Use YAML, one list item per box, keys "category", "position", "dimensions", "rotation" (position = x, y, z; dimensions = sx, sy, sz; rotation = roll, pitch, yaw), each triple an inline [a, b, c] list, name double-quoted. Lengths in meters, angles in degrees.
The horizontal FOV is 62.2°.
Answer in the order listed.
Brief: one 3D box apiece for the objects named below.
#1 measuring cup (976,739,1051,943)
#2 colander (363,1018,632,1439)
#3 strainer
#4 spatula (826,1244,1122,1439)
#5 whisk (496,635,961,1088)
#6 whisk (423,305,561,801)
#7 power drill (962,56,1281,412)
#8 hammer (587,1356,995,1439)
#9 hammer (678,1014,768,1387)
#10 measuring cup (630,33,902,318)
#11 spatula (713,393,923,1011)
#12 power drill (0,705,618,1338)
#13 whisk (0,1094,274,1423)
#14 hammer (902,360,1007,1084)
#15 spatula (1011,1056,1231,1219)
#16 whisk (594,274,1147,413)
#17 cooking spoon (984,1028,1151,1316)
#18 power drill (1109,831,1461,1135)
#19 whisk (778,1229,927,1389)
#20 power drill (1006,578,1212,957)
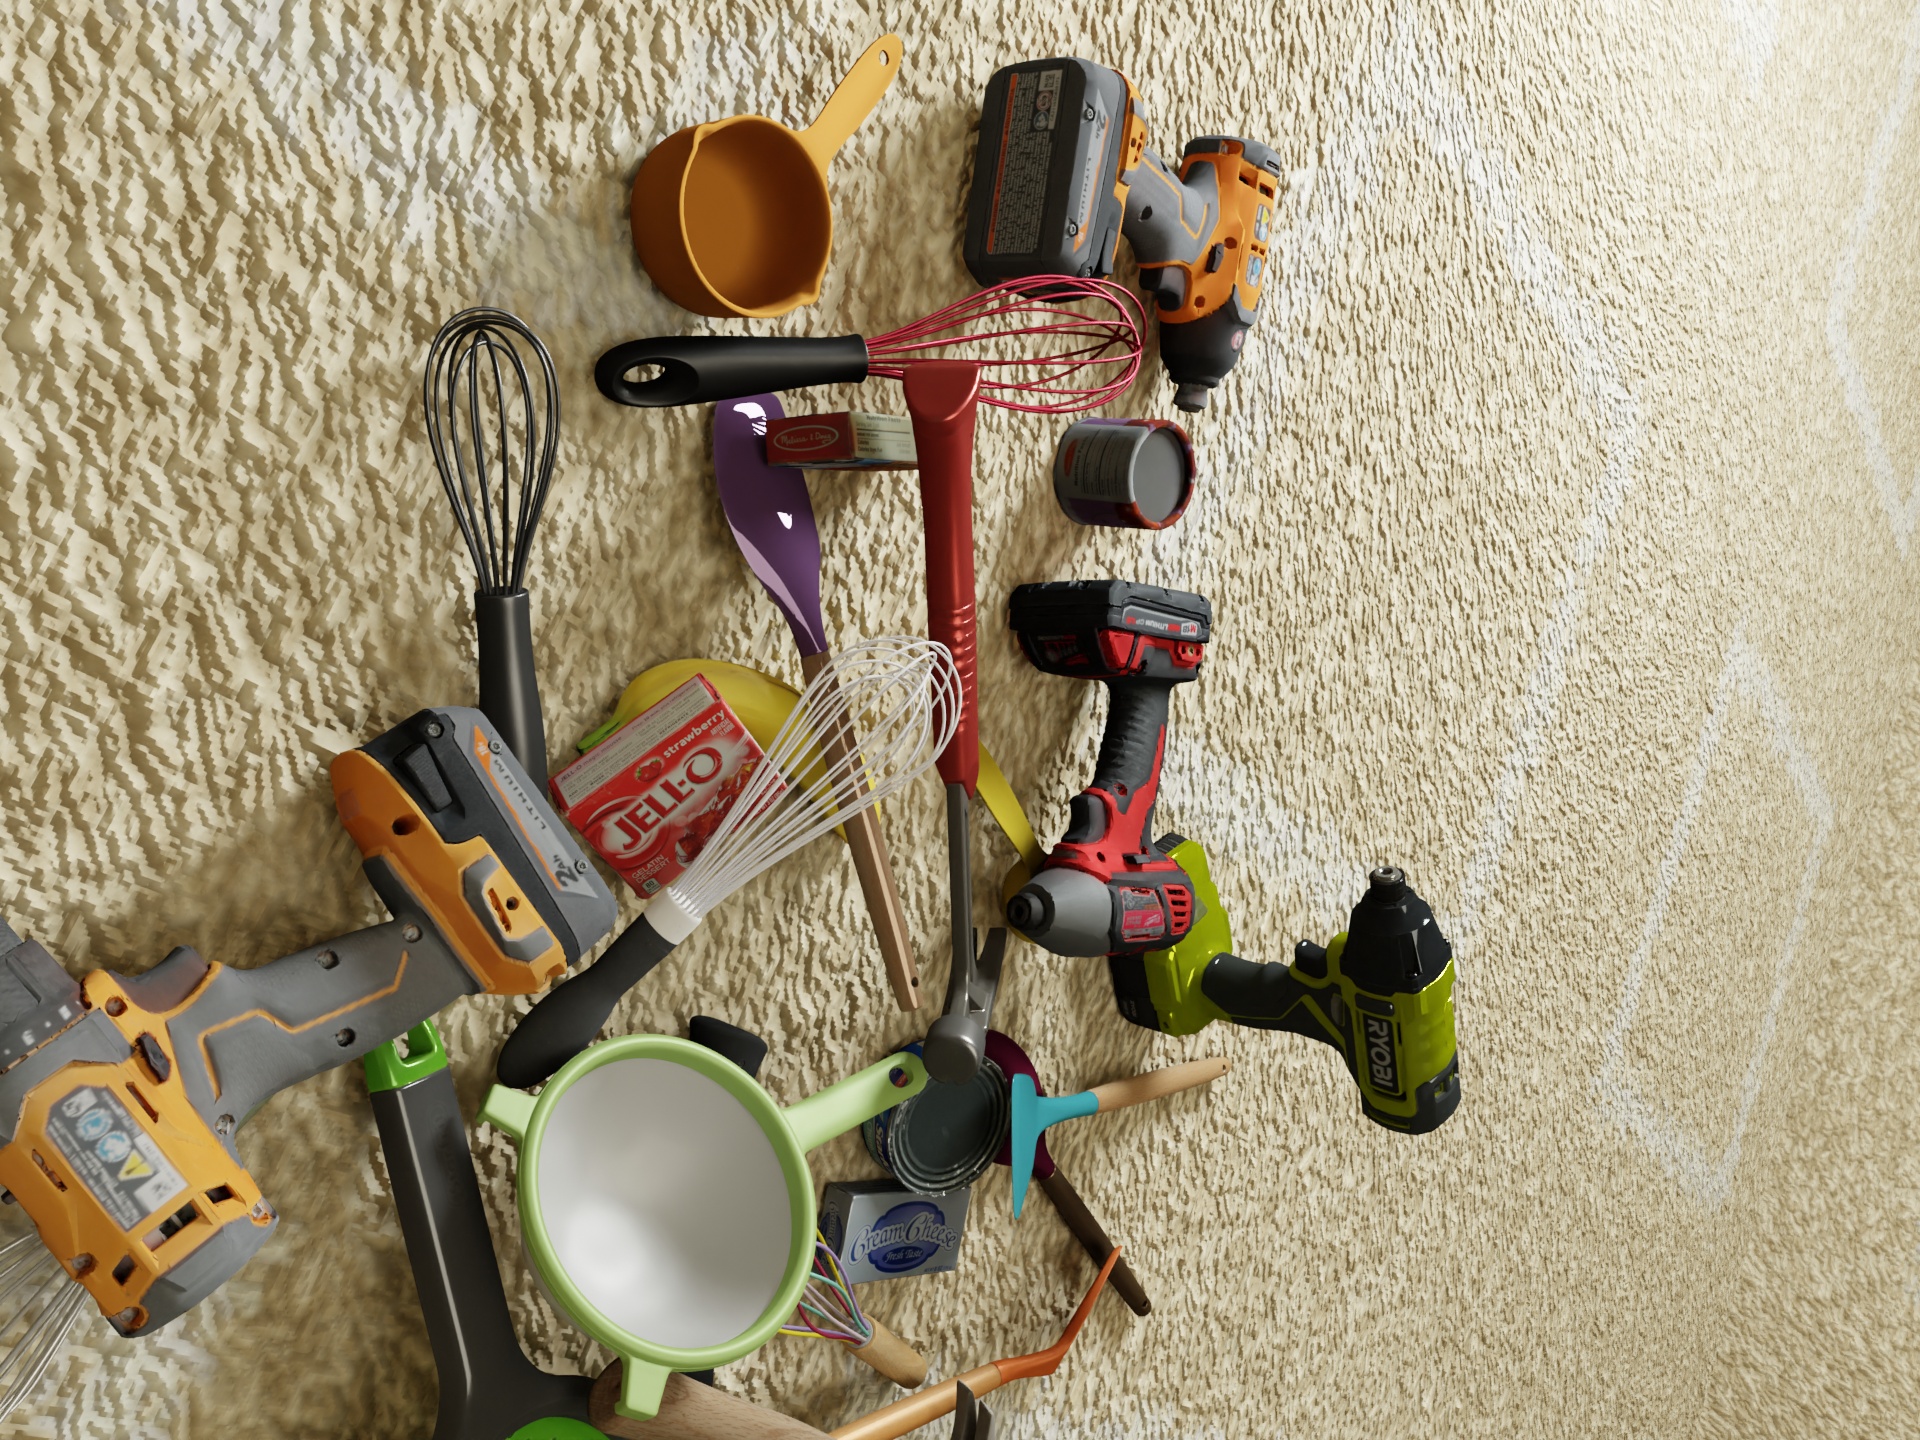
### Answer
- category: "measuring cup"
  position: [0.027, 0.070, 0.956]
  dimensions: [0.062, 0.029, 0.156]
  rotation: [-47, 117, -37]
- category: "colander"
  position: [-0.228, 0.318, 0.693]
  dimensions: [0.204, 0.094, 0.397]
  rotation: [-15, 91, -66]
- category: "strainer"
  position: [-0.113, 0.217, 0.763]
  dimensions: [0.256, 0.069, 0.151]
  rotation: [-13, 68, -53]
- category: "spatula"
  position: [-0.003, 0.393, 0.953]
  dimensions: [0.322, 0.041, 0.081]
  rotation: [-1, 124, -47]
- category: "whisk"
  position: [-0.108, 0.066, 0.723]
  dimensions: [0.284, 0.070, 0.070]
  rotation: [-44, 132, 1]
- category: "whisk"
  position: [-0.194, -0.054, 0.681]
  dimensions: [0.055, 0.055, 0.239]
  rotation: [-16, 113, -44]
- category: "power drill"
  position: [0.103, -0.274, 0.921]
  dimensions: [0.226, 0.084, 0.164]
  rotation: [1, 99, -50]
- category: "hammer"
  position: [-0.076, 0.377, 0.814]
  dimensions: [0.130, 0.031, 0.331]
  rotation: [-52, 138, -11]
- category: "hammer"
  position: [-0.142, 0.315, 0.816]
  dimensions: [0.146, 0.035, 0.335]
  rotation: [1, 97, -47]
- category: "measuring cup"
  position: [-0.087, -0.261, 0.743]
  dimensions: [0.095, 0.052, 0.174]
  rotation: [52, 60, -39]
- category: "spatula"
  position: [-0.067, -0.007, 0.784]
  dimensions: [0.060, 0.018, 0.316]
  rotation: [-20, 96, -49]
- category: "power drill"
  position: [-0.266, 0.081, 0.592]
  dimensions: [0.226, 0.084, 0.185]
  rotation: [-41, 103, -34]
- category: "whisk"
  position: [-0.313, 0.178, 0.604]
  dimensions: [0.246, 0.058, 0.059]
  rotation: [-49, 161, -32]
- category: "hammer"
  position: [-0.001, -0.003, 0.815]
  dimensions: [0.149, 0.037, 0.358]
  rotation: [-73, 162, -67]
- category: "spatula"
  position: [0.108, 0.250, 1.042]
  dimensions: [0.317, 0.044, 0.082]
  rotation: [3, 85, -53]
- category: "whisk"
  position: [-0.032, -0.177, 0.774]
  dimensions: [0.295, 0.073, 0.073]
  rotation: [-10, 106, -26]
- category: "cooking spoon"
  position: [0.065, 0.309, 1.044]
  dimensions: [0.069, 0.017, 0.318]
  rotation: [-53, 130, -28]
- category: "power drill"
  position: [0.202, 0.151, 1.005]
  dimensions: [0.080, 0.223, 0.171]
  rotation: [-32, 120, -38]
- category: "whisk"
  position: [-0.060, 0.326, 0.868]
  dimensions: [0.244, 0.051, 0.047]
  rotation: [63, 22, -52]
- category: "power drill"
  position: [0.083, 0.031, 0.942]
  dimensions: [0.143, 0.078, 0.220]
  rotation: [4, 88, -47]
